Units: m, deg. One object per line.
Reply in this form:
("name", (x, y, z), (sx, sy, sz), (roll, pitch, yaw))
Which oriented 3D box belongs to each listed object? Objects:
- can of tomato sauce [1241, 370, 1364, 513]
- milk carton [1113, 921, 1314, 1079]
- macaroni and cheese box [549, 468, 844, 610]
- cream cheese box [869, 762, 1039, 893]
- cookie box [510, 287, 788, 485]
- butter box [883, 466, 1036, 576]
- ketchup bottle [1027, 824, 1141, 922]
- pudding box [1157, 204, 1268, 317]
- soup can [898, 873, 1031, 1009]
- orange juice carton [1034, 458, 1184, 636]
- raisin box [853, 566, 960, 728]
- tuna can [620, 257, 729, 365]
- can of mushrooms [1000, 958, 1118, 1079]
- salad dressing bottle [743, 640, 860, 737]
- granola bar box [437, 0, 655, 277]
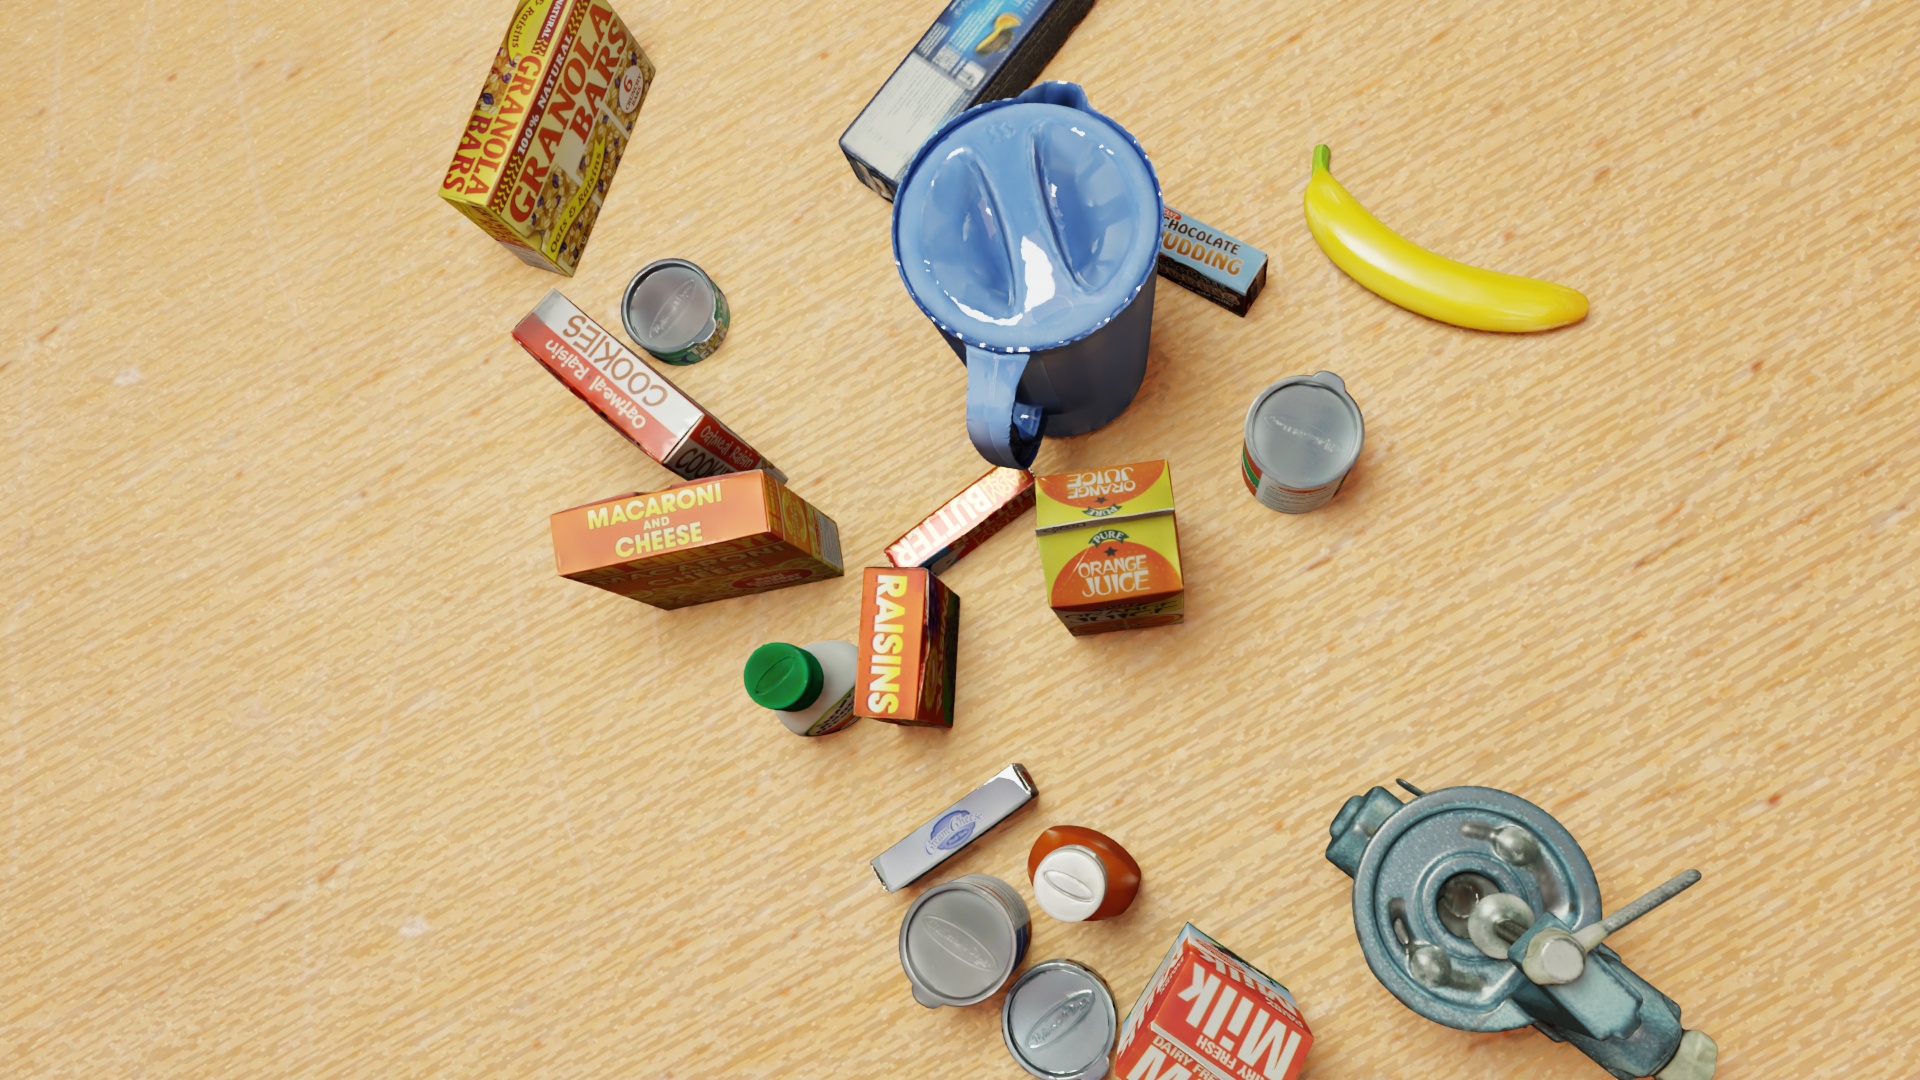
("can of tomato sauce", (0.201, -0.057, 0.825), (0.071, 0.083, 0.071), (-2, 80, 9))
("milk carton", (0.130, 0.258, 0.722), (0.072, 0.190, 0.073), (33, 87, 13))
("macaroni and cheese box", (-0.150, 0.003, 0.827), (0.124, 0.166, 0.040), (-12, 79, 7))
("cream cheese box", (-0.002, 0.171, 0.830), (0.104, 0.053, 0.024), (-35, 77, 1))
("cookie box", (-0.184, -0.077, 0.847), (0.123, 0.167, 0.040), (39, 88, 13))
("butter box", (0.003, -0.011, 0.863), (0.103, 0.053, 0.024), (-36, 77, 1))
("ketchup bottle", (0.066, 0.184, 0.768), (0.065, 0.148, 0.043), (25, 85, 12))
("pudding box", (0.150, -0.178, 0.873), (0.084, 0.049, 0.030), (30, 86, 13))
("soup can", (0.003, 0.231, 0.802), (0.071, 0.083, 0.071), (-2, 80, 9))
("orange juice carton", (0.086, 0.005, 0.776), (0.072, 0.192, 0.073), (-8, 79, 8))
("raisin box", (-0.029, 0.066, 0.818), (0.040, 0.123, 0.086), (2, 80, 10))
("tuna can", (-0.188, -0.151, 0.930), (0.071, 0.033, 0.071), (-2, 79, 9))
("can of mushrooms", (0.060, 0.281, 0.810), (0.071, 0.033, 0.071), (-2, 79, 9))
("salad dressing bottle", (-0.088, 0.084, 0.811), (0.064, 0.147, 0.044), (-43, 77, 0))
("granola bar box", (-0.268, -0.274, 0.919), (0.039, 0.124, 0.165), (18, 83, 12))
